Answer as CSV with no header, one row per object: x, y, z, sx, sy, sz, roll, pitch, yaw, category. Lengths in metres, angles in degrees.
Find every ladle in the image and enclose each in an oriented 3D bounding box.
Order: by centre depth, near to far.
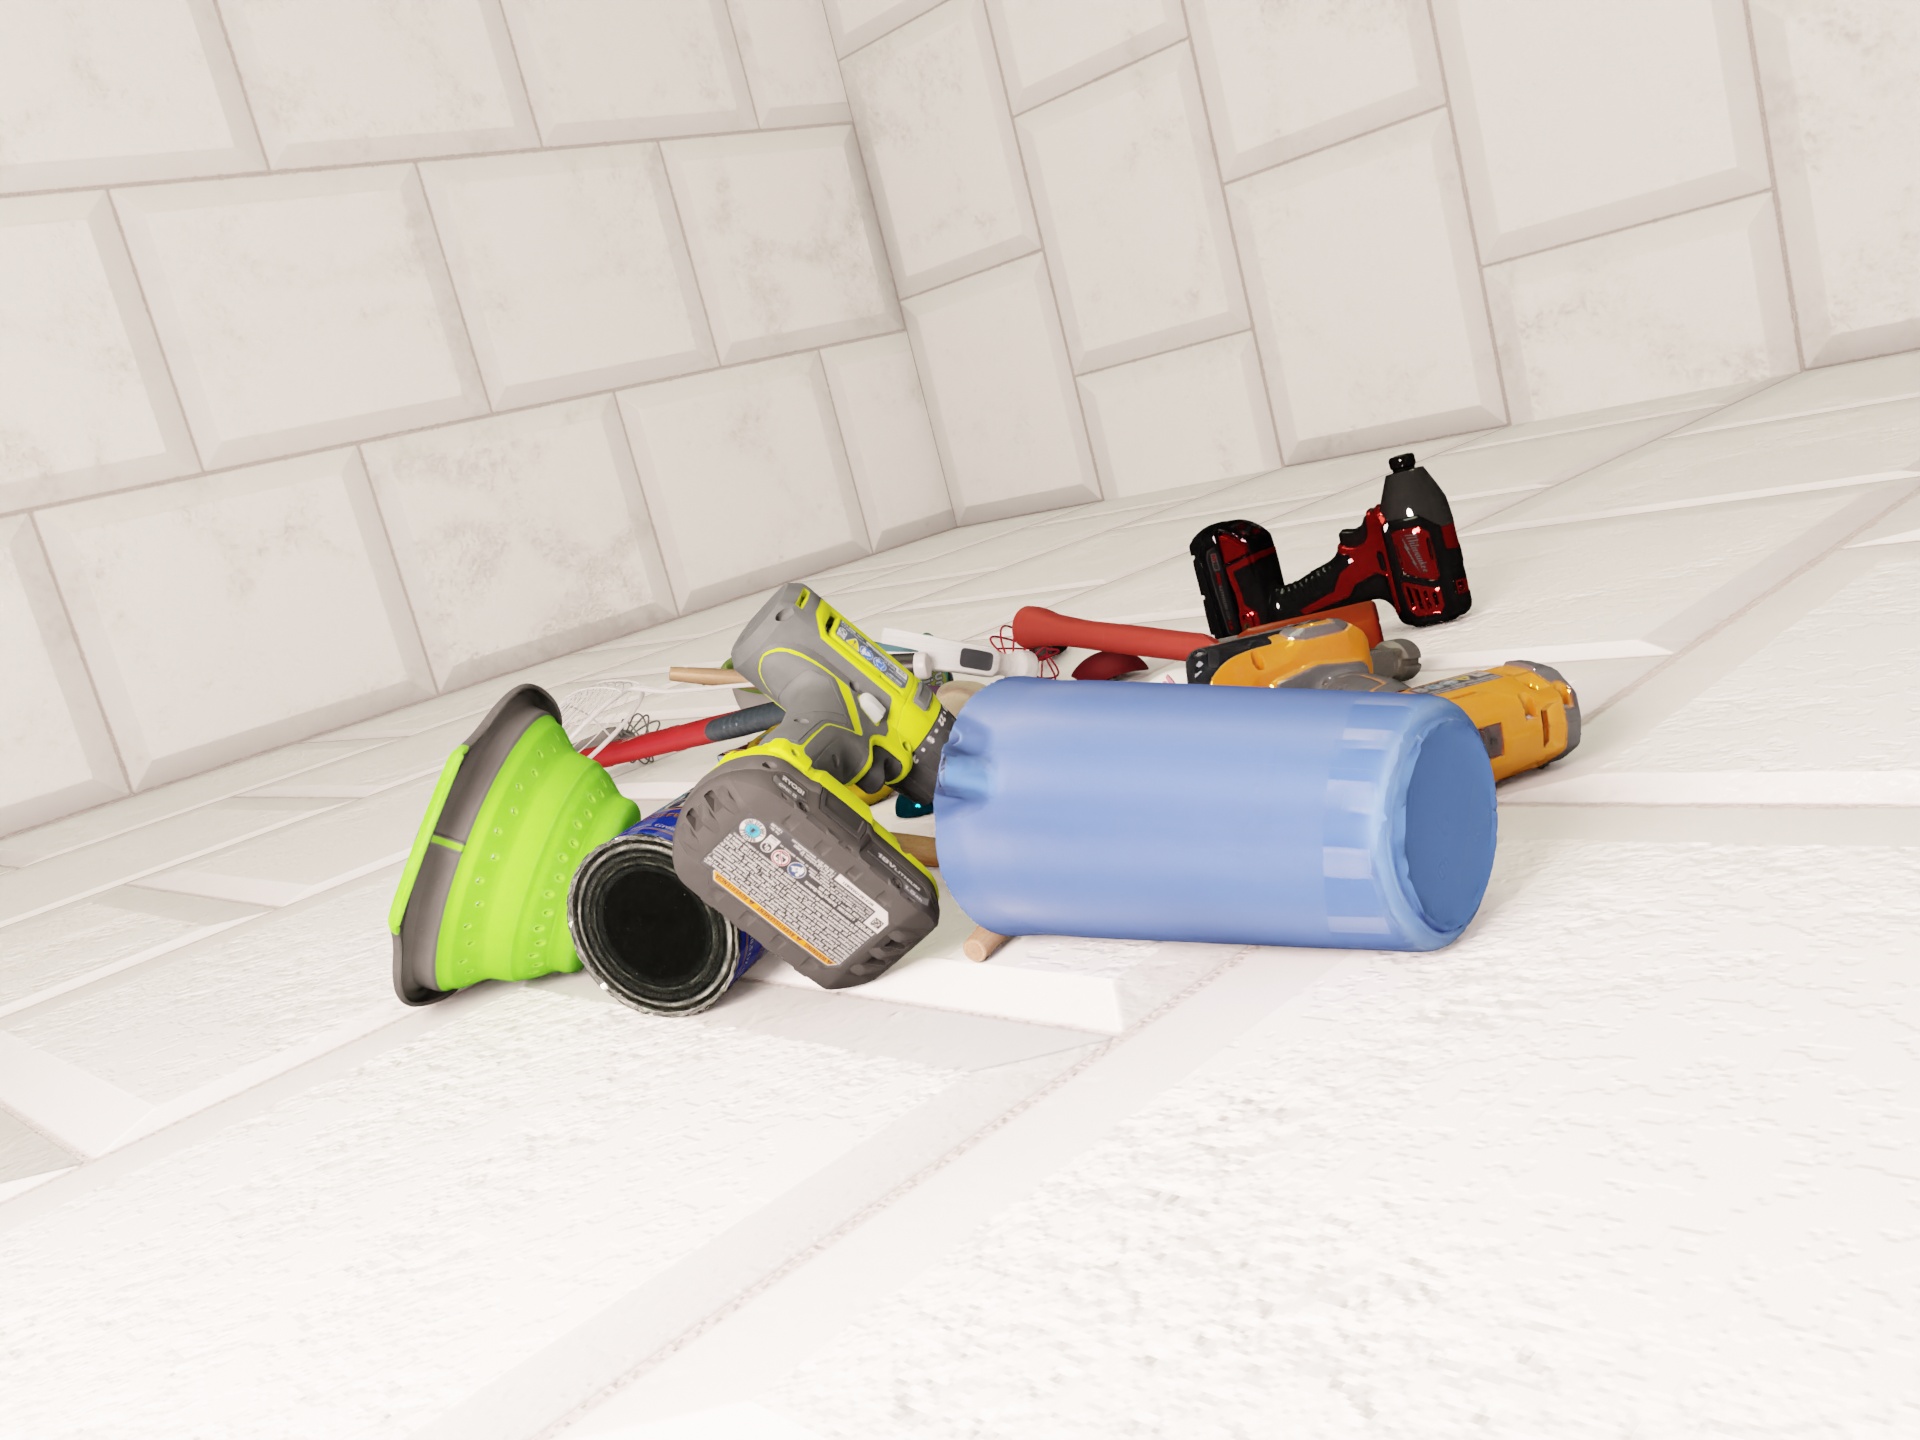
0.088,-0.012,1.329,0.069,0.031,0.315,-6,15,26,ladle

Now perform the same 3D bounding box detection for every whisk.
0.075,-0.069,1.565,0.073,0.073,0.296,-12,5,13,whisk
-0.366,0.019,1.727,0.055,0.055,0.239,-19,7,-22,whisk

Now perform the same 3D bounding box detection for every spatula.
-0.108,-0.031,1.466,0.316,0.018,0.060,4,7,-11,spatula

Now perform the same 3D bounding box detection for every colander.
-0.259,0.096,1.044,0.094,0.204,0.397,19,-7,-1,colander

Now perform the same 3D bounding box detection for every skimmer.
-0.197,0.001,1.348,0.363,0.090,0.127,-6,9,14,skimmer

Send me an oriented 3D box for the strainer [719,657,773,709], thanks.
-0.121,-0.015,1.569,0.256,0.069,0.151,14,22,33,strainer

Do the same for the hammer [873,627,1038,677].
-0.080,-0.062,1.454,0.128,0.033,0.331,8,-1,-37,hammer

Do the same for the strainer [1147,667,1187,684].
0.150,-0.013,1.165,0.087,0.050,0.258,24,-2,-7,strainer

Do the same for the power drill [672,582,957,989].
-0.055,0.038,0.872,0.080,0.190,0.229,-43,16,25,power drill

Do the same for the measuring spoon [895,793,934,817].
0.009,0.040,1.163,0.128,0.021,0.042,-20,12,-20,measuring spoon

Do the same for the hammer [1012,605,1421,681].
0.163,-0.057,1.230,0.149,0.036,0.359,-8,12,-40,hammer

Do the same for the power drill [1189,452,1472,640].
0.317,-0.140,1.364,0.220,0.143,0.078,-10,9,35,power drill

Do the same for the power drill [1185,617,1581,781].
0.212,0.002,0.923,0.185,0.084,0.226,-14,14,-19,power drill

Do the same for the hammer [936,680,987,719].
-0.002,-0.004,1.248,0.146,0.038,0.410,6,5,7,hammer

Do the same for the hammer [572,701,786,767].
-0.223,0.005,1.464,0.386,0.038,0.143,-12,9,29,hammer

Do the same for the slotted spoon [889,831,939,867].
-0.072,0.082,1.054,0.070,0.031,0.314,-23,15,-37,slotted spoon

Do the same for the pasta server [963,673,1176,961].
0.072,0.053,0.926,0.060,0.040,0.316,-52,-7,35,pasta server
